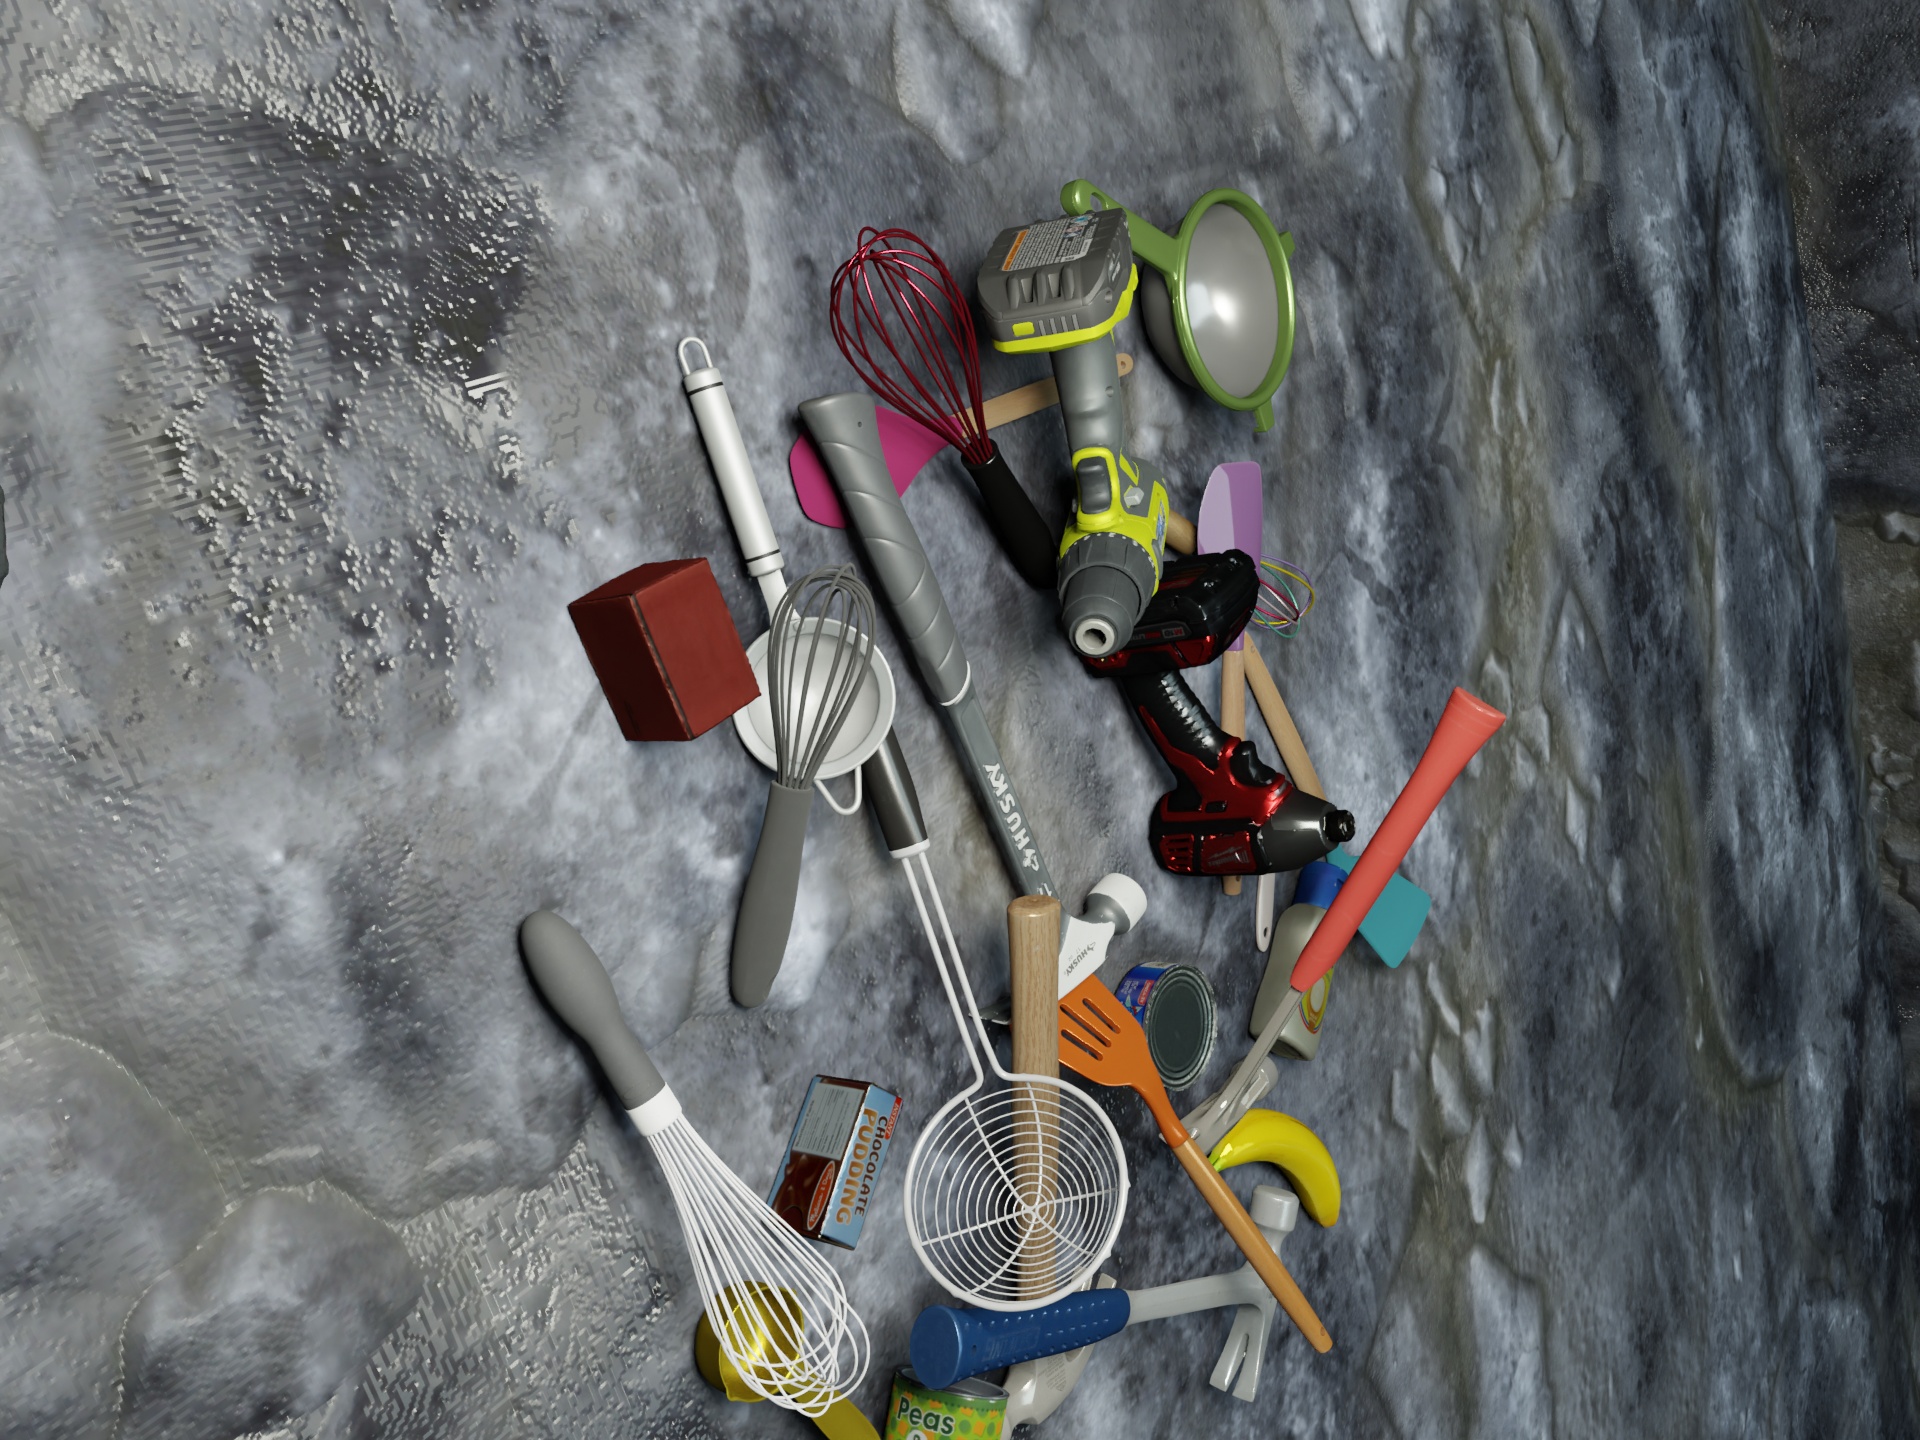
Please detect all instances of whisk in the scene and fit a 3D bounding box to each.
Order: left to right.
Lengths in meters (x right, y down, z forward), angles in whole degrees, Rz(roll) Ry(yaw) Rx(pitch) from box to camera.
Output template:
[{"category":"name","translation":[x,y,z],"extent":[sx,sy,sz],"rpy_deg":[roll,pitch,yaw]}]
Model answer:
[{"category":"whisk","translation":[-0.129,0.211,0.757],"extent":[0.070,0.070,0.284],"rpy_deg":[-37,103,-42]},{"category":"whisk","translation":[-0.085,0.036,0.806],"extent":[0.055,0.055,0.239],"rpy_deg":[1,106,-48]},{"category":"whisk","translation":[0.003,-0.165,0.912],"extent":[0.295,0.073,0.073],"rpy_deg":[53,51,-50]},{"category":"whisk","translation":[0.176,-0.117,1.141],"extent":[0.244,0.047,0.051],"rpy_deg":[25,72,-40]}]

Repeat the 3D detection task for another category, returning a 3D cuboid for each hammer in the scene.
[{"category":"hammer","translation":[-0.001,-0.003,0.930],"extent":[0.149,0.036,0.408],"rpy_deg":[-42,120,-36]},{"category":"hammer","translation":[0.047,0.266,0.957],"extent":[0.130,0.031,0.331],"rpy_deg":[-15,109,-50]},{"category":"hammer","translation":[0.104,0.375,0.996],"extent":[0.405,0.035,0.144],"rpy_deg":[17,83,-52]},{"category":"hammer","translation":[0.249,0.138,1.059],"extent":[0.149,0.037,0.359],"rpy_deg":[-15,136,-57]}]

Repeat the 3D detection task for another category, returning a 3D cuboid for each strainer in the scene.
[{"category":"strainer","translation":[-0.099,-0.075,0.835],"extent":[0.087,0.050,0.258],"rpy_deg":[-18,100,-2]},{"category":"strainer","translation":[0.134,-0.299,1.077],"extent":[0.256,0.069,0.151],"rpy_deg":[15,80,-46]}]

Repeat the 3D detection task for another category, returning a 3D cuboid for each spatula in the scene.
[{"category":"spatula","translation":[0.147,0.290,1.031],"extent":[0.322,0.041,0.081],"rpy_deg":[55,45,-12]},{"category":"spatula","translation":[0.193,-0.025,1.138],"extent":[0.059,0.018,0.315],"rpy_deg":[-11,106,-30]},{"category":"spatula","translation":[0.287,0.057,1.252],"extent":[0.082,0.044,0.317],"rpy_deg":[-49,122,-32]}]

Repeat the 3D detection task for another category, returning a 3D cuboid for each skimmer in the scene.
[{"category":"skimmer","translation":[-0.012,0.132,0.862],"extent":[0.090,0.127,0.363],"rpy_deg":[-38,109,-80]}]

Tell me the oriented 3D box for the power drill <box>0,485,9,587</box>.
[{"category":"power drill","translation":[-0.402,-0.138,0.480],"extent":[0.187,0.080,0.226],"rpy_deg":[-6,96,-47]}]

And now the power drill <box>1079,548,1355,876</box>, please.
[{"category":"power drill","translation":[0.169,0.005,1.052],"extent":[0.078,0.143,0.219],"rpy_deg":[-42,116,-43]}]

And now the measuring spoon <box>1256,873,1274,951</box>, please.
[{"category":"measuring spoon","translation":[0.241,0.115,1.217],"extent":[0.034,0.018,0.124],"rpy_deg":[15,78,-47]}]

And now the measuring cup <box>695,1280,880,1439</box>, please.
[{"category":"measuring cup","translation":[-0.088,0.352,0.842],"extent":[0.062,0.029,0.156],"rpy_deg":[-56,129,-33]}]

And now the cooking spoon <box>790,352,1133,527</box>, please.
[{"category":"cooking spoon","translation":[0.012,-0.186,0.976],"extent":[0.319,0.017,0.068],"rpy_deg":[-30,111,-43]}]

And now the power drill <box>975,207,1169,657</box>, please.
[{"category":"power drill","translation":[0.074,-0.165,0.936],"extent":[0.191,0.080,0.228],"rpy_deg":[-72,152,-55]}]
